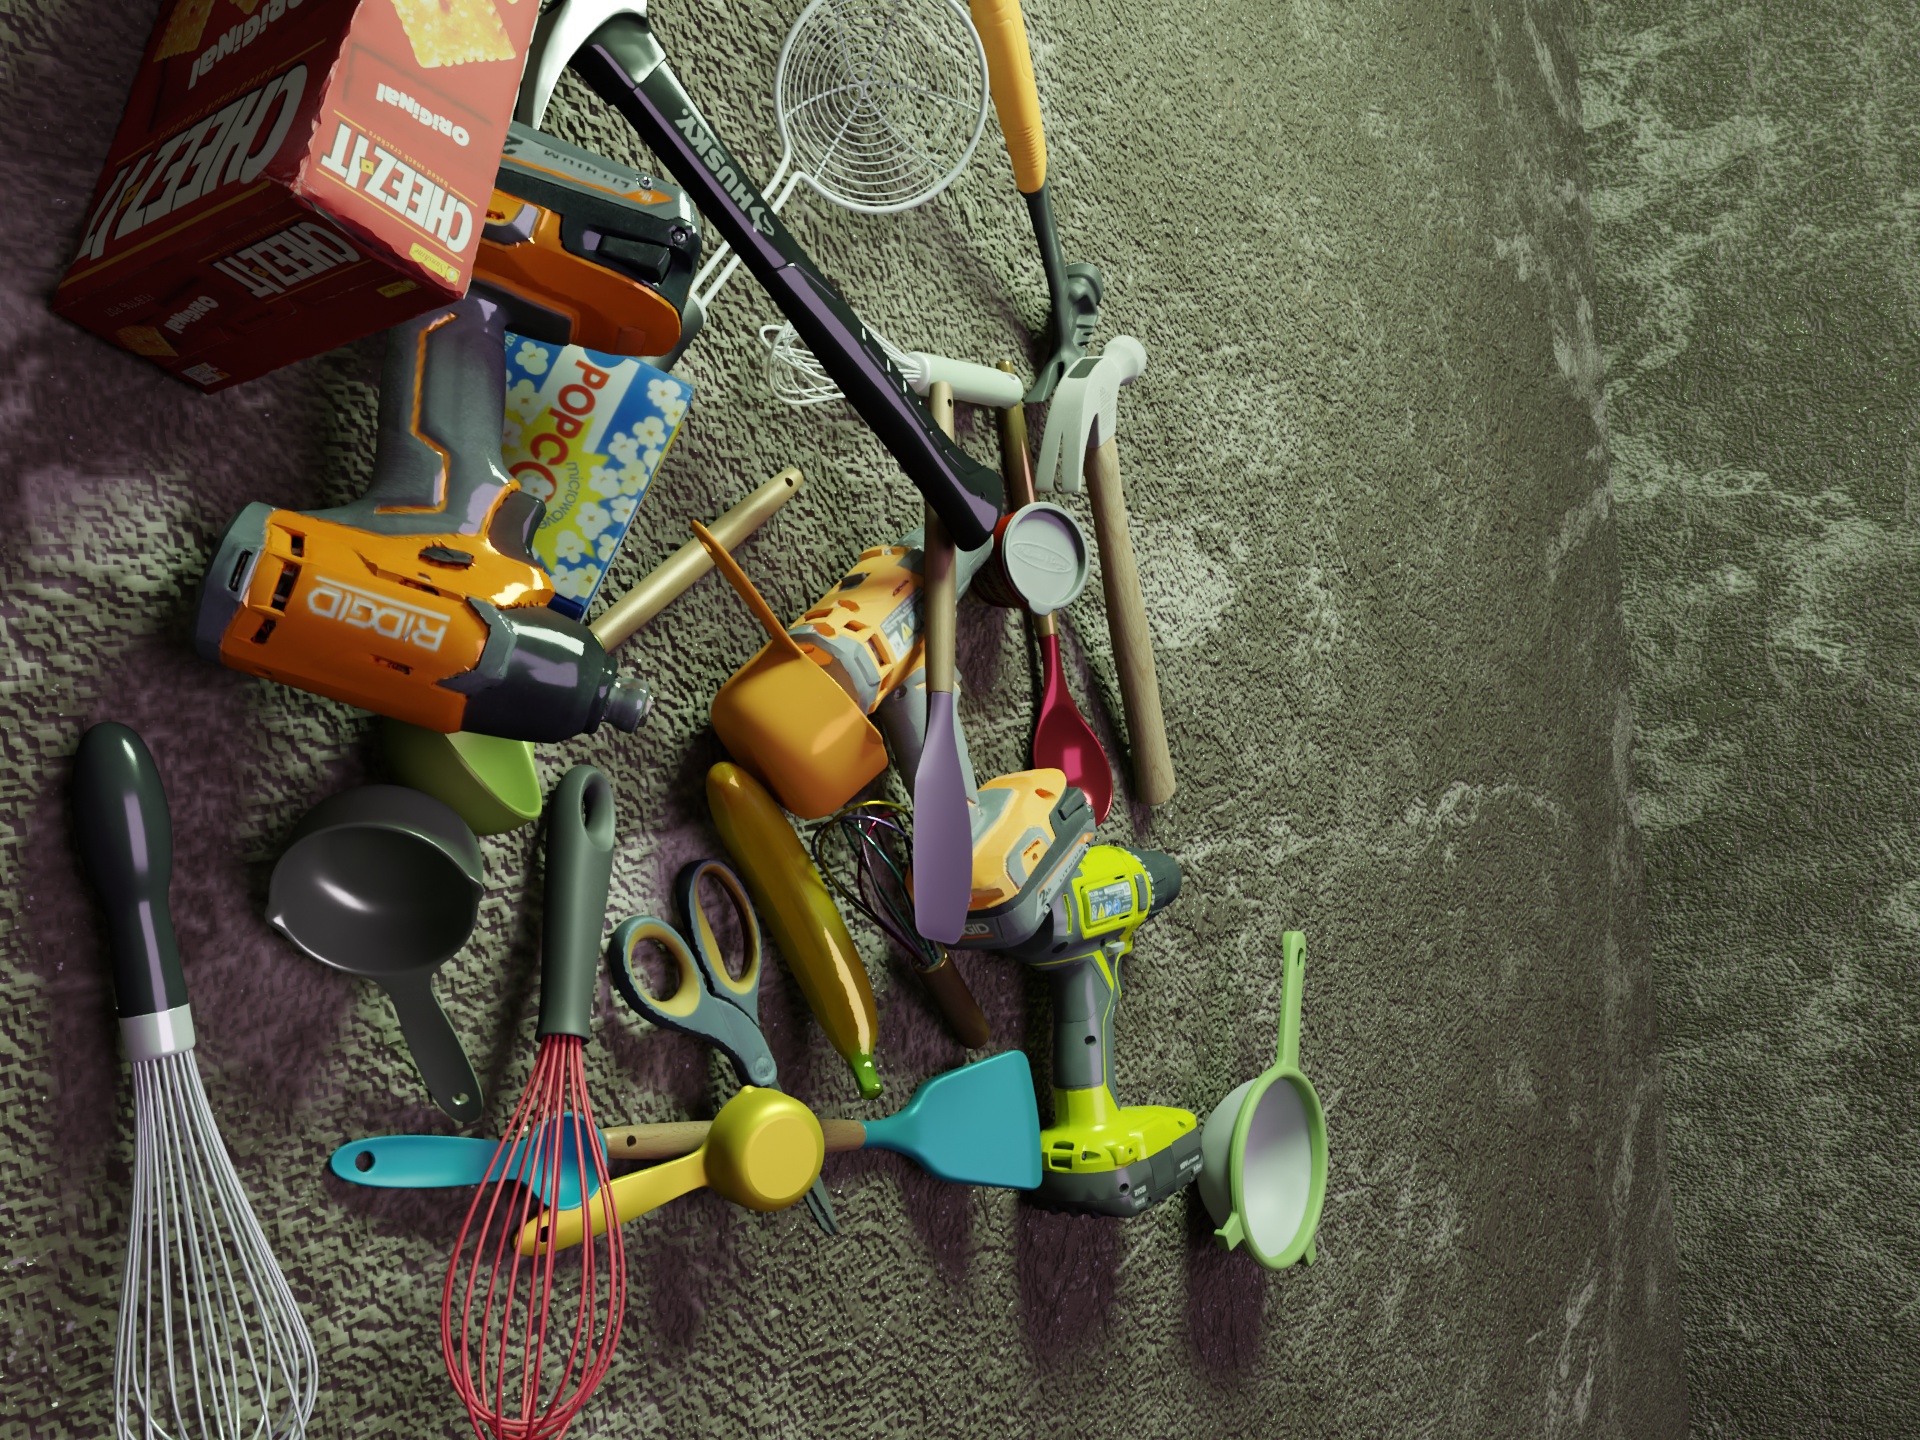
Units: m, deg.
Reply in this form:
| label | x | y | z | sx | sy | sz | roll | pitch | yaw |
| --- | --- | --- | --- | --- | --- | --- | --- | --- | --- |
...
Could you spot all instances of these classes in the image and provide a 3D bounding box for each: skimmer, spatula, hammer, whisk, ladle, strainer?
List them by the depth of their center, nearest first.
| label | x | y | z | sx | sy | sz | roll | pitch | yaw |
| --- | --- | --- | --- | --- | --- | --- | --- | --- | --- |
| whisk | -0.276 | 0.141 | 0.556 | 0.070 | 0.070 | 0.284 | -9 | 89 | -55 |
| whisk | -0.171 | 0.154 | 0.674 | 0.073 | 0.073 | 0.296 | 33 | 48 | -49 |
| ladle | -0.151 | -0.053 | 0.748 | 0.078 | 0.062 | 0.320 | 54 | 41 | -14 |
| hammer | -0.083 | -0.210 | 0.781 | 0.334 | 0.035 | 0.146 | 50 | 57 | -30 |
| skimmer | -0.092 | -0.254 | 0.817 | 0.127 | 0.090 | 0.363 | 56 | 45 | -36 |
| spatula | -0.065 | 0.219 | 0.851 | 0.317 | 0.044 | 0.082 | 16 | 62 | -52 |
| spatula | -0.010 | -0.038 | 0.862 | 0.059 | 0.018 | 0.316 | 23 | 63 | -56 |
| whisk | -0.020 | 0.120 | 0.888 | 0.047 | 0.051 | 0.244 | -52 | 143 | -22 |
| whisk | -0.033 | -0.205 | 0.940 | 0.246 | 0.058 | 0.059 | -7 | 127 | -56 |
| hammer | 0.036 | -0.356 | 0.976 | 0.336 | 0.034 | 0.127 | 69 | 30 | -49 |
| ladle | 0.054 | -0.082 | 1.063 | 0.069 | 0.031 | 0.315 | -13 | 96 | -43 |
| hammer | 0.111 | -0.086 | 1.099 | 0.130 | 0.031 | 0.331 | -46 | 132 | -47 |
| strainer | 0.228 | 0.290 | 1.236 | 0.151 | 0.069 | 0.256 | 29 | 63 | -47 |

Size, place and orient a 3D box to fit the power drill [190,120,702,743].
| label | x | y | z | sx | sy | sz | roll | pitch | yaw |
| --- | --- | --- | --- | --- | --- | --- | --- | --- | --- |
| power drill | -0.174 | -0.105 | 0.616 | 0.164 | 0.084 | 0.226 | 19 | 77 | -12 |

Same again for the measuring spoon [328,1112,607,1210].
| label | x | y | z | sx | sy | sz | roll | pitch | yaw |
| --- | --- | --- | --- | --- | --- | --- | --- | --- | --- |
| measuring spoon | -0.210 | 0.188 | 0.678 | 0.128 | 0.021 | 0.042 | 16 | 66 | -44 |

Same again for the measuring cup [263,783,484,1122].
| label | x | y | z | sx | sy | sz | roll | pitch | yaw |
| --- | --- | --- | --- | --- | --- | --- | --- | --- | --- |
| measuring cup | -0.219 | 0.096 | 0.643 | 0.038 | 0.083 | 0.167 | -100 | -177 | -54 |

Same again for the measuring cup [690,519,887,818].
| label | x | y | z | sx | sy | sz | roll | pitch | yaw |
| --- | --- | --- | --- | --- | --- | --- | --- | --- | --- |
| measuring cup | -0.102 | -0.019 | 0.777 | 0.052 | 0.095 | 0.173 | -45 | 131 | -16 |

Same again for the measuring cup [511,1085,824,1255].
| label | x | y | z | sx | sy | sz | roll | pitch | yaw |
| --- | --- | --- | --- | --- | --- | --- | --- | --- | --- |
| measuring cup | -0.130 | 0.217 | 0.738 | 0.156 | 0.029 | 0.062 | -13 | 97 | -38 |

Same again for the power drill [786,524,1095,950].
| label | x | y | z | sx | sy | sz | roll | pitch | yaw |
| --- | --- | --- | --- | --- | --- | --- | --- | --- | --- |
| power drill | -0.001 | -0.003 | 0.935 | 0.185 | 0.084 | 0.226 | -51 | 122 | -44 |

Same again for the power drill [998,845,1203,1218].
| label | x | y | z | sx | sy | sz | roll | pitch | yaw |
| --- | --- | --- | --- | --- | --- | --- | --- | --- | --- |
| power drill | 0.101 | 0.196 | 1.061 | 0.190 | 0.080 | 0.228 | -4 | 88 | -54 |
